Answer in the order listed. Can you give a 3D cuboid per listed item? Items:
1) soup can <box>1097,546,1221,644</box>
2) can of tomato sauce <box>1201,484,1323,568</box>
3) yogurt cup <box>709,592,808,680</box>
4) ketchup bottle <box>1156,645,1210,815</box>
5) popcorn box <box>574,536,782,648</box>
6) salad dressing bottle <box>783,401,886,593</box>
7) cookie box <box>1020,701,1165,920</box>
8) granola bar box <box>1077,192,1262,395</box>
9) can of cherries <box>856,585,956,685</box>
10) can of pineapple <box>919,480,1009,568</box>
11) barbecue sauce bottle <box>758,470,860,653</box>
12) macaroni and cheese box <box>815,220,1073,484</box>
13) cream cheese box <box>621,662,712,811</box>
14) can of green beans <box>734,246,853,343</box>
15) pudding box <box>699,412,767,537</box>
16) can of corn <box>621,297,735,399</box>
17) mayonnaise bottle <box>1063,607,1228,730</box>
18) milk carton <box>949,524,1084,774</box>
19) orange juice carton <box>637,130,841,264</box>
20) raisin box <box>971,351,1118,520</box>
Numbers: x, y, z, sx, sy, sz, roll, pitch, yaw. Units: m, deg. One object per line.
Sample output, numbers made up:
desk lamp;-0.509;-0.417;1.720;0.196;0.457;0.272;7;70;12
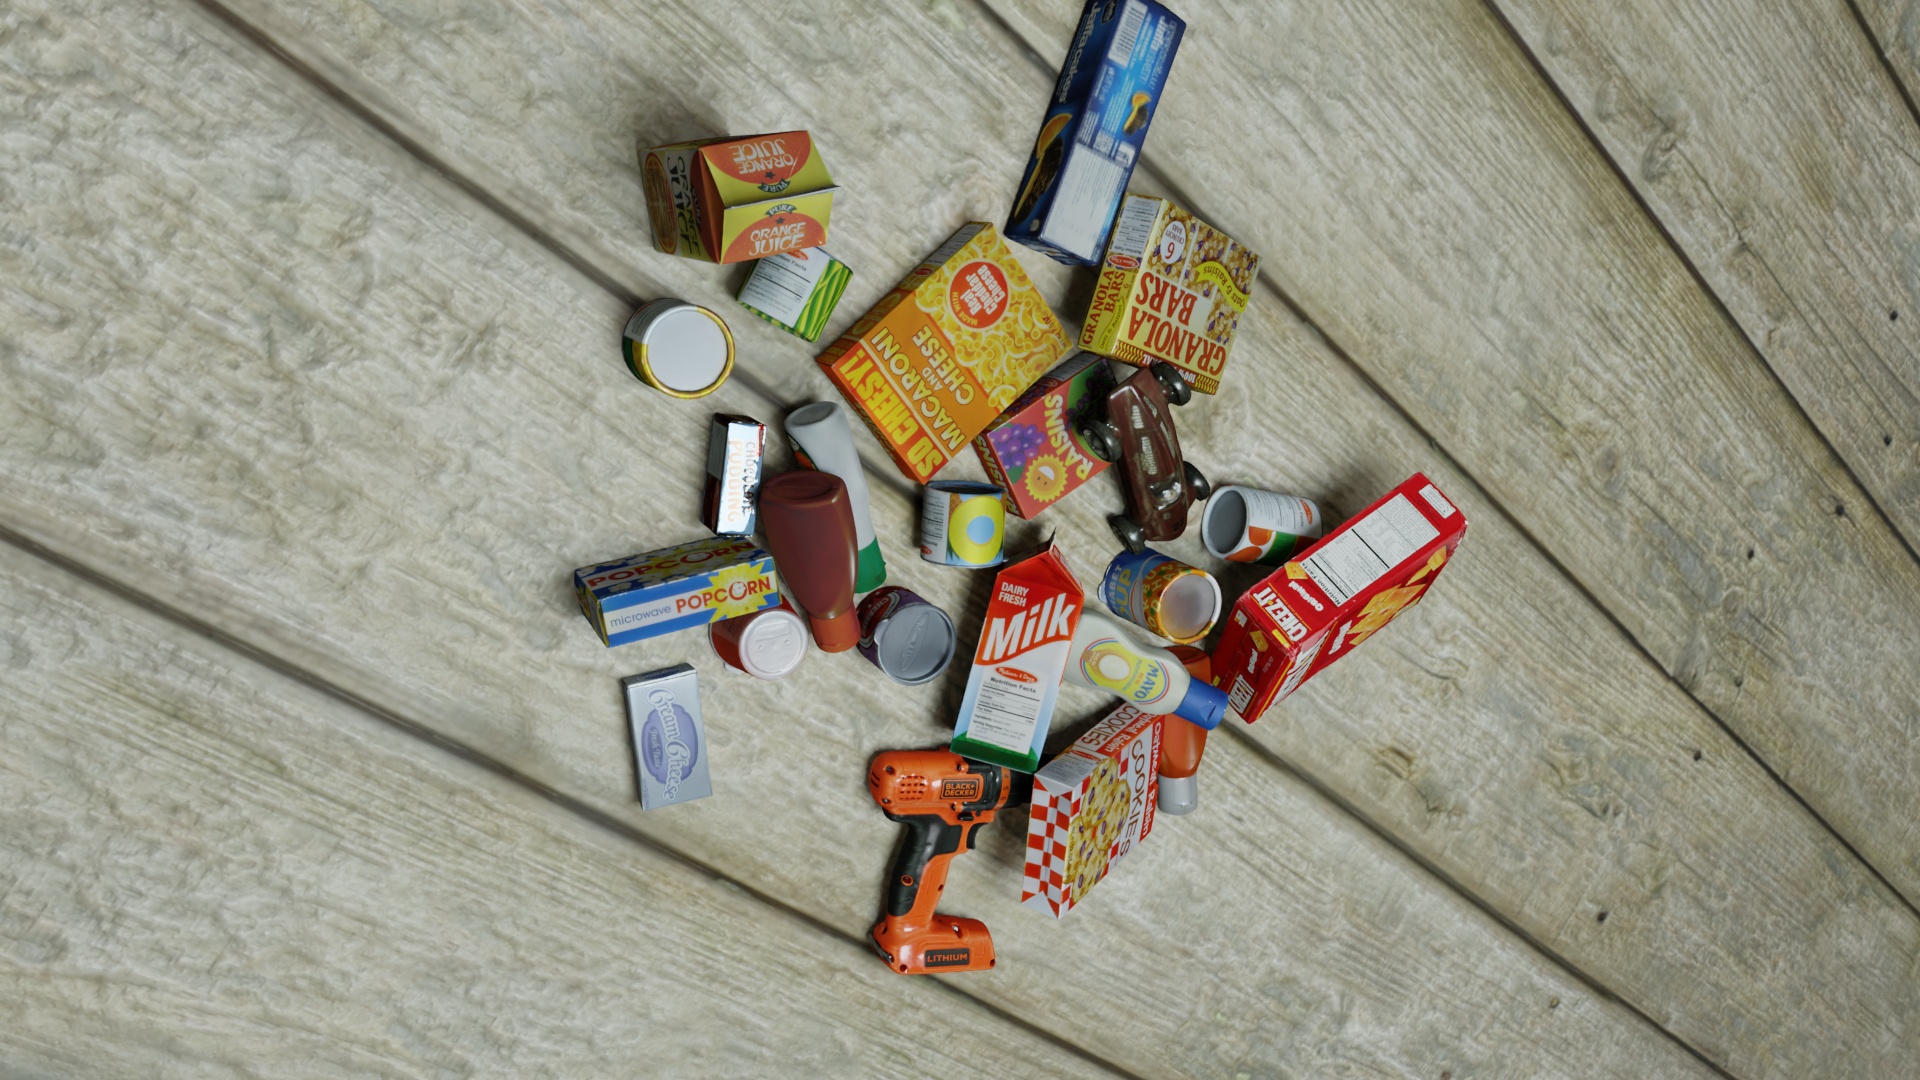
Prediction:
soup can;0.168;0.047;1.175;0.071;0.084;0.071;-7;105;-25
can of tomato sauce;0.264;-0.010;1.221;0.083;0.071;0.071;9;98;-27
yogurt cup;-0.148;0.071;1.039;0.072;0.054;0.072;-6;104;-26
ketchup bottle;0.192;0.171;1.239;0.065;0.043;0.148;-9;106;-18
popcorn box;-0.201;0.033;0.985;0.127;0.085;0.038;-14;108;-23
salad dressing bottle;-0.091;-0.030;1.042;0.044;0.064;0.147;-26;120;-18
cookie box;0.115;0.221;1.163;0.168;0.040;0.122;-25;125;-53
granola bar box;0.169;-0.193;1.110;0.166;0.039;0.124;10;99;-51
can of cherries;-0.047;0.072;1.088;0.072;0.058;0.071;-7;106;-25
can of pineapple;0.004;-0.014;1.088;0.071;0.071;0.057;-2;103;-26
barbecue sauce bottle;-0.104;0.019;1.022;0.065;0.044;0.147;2;130;14
macaroni and cheese box;-0.010;-0.144;1.065;0.167;0.040;0.123;-44;117;-12
cream cheese box;-0.219;0.148;1.038;0.053;0.024;0.103;-11;107;-24
can of green beans;-0.118;-0.181;0.987;0.071;0.071;0.058;28;90;-29
pudding box;-0.165;-0.047;1.005;0.030;0.050;0.083;4;99;-26
can of corn;-0.194;-0.132;0.965;0.071;0.058;0.071;-6;105;-25
mayonnaise bottle;0.154;0.114;1.176;0.148;0.041;0.064;26;100;-4
milk carton;0.051;0.082;1.118;0.073;0.072;0.190;15;96;2
orange juice carton;-0.144;-0.222;0.892;0.072;0.193;0.072;-16;110;-23
raisin box;0.076;-0.085;1.123;0.124;0.040;0.086;-35;116;-17
